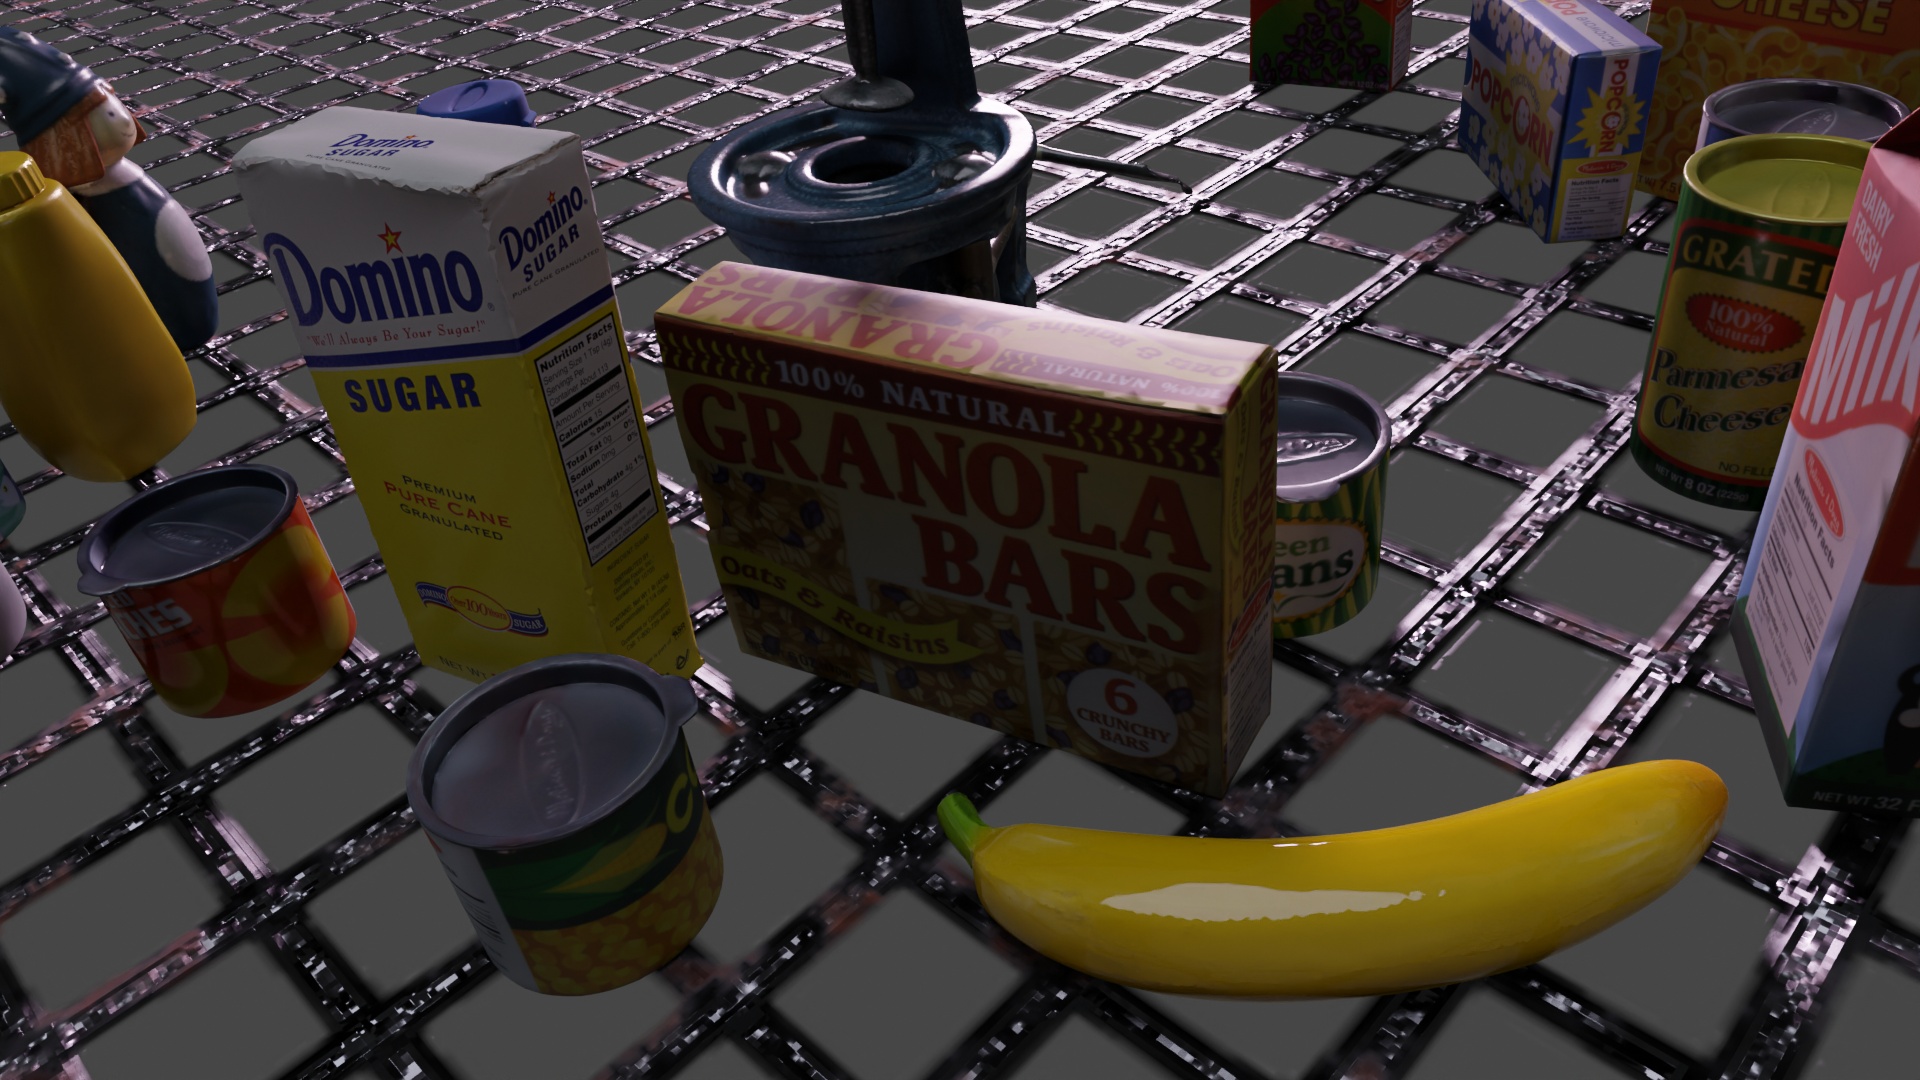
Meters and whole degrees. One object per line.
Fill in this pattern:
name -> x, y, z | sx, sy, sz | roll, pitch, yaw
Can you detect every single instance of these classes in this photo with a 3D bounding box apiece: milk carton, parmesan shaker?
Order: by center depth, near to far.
milk carton -> 0.241, -0.026, 0.316 | 0.072, 0.189, 0.074 | 3, 37, 14
parmesan shaker -> 0.259, -0.067, 0.441 | 0.071, 0.102, 0.072 | -5, 36, 4

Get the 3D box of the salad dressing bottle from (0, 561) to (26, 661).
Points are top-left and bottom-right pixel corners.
salad dressing bottle -> -0.363, -0.018, 0.449 | 0.064, 0.146, 0.044 | 3, 37, 14

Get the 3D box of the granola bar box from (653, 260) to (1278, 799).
granola bar box -> 0.001, -0.005, 0.386 | 0.165, 0.123, 0.039 | 13, 41, 26

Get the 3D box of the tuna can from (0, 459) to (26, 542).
tuna can -> -0.410, -0.013, 0.549 | 0.071, 0.032, 0.071 | -5, 36, 4

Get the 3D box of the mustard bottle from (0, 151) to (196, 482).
mustard bottle -> -0.365, -0.101, 0.552 | 0.049, 0.159, 0.066 | 4, 38, 16

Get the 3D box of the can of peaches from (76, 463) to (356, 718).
can of peaches -> -0.243, 0.018, 0.455 | 0.071, 0.057, 0.071 | -5, 36, 4

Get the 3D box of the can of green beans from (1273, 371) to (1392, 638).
can of green beans -> 0.098, -0.011, 0.433 | 0.071, 0.057, 0.071 | -5, 36, 4

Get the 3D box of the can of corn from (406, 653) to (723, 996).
can of corn -> -0.096, 0.071, 0.356 | 0.071, 0.058, 0.071 | -5, 36, 4

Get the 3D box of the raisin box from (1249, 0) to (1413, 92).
raisin box -> 0.207, -0.318, 0.773 | 0.086, 0.122, 0.040 | 17, 43, 30

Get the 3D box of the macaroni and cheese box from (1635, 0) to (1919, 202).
macaroni and cheese box -> 0.350, -0.213, 0.570 | 0.040, 0.165, 0.124 | -29, 41, -26

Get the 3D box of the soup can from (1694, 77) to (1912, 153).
soup can -> 0.310, -0.121, 0.521 | 0.071, 0.083, 0.072 | -5, 36, 4

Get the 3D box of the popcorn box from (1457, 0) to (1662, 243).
popcorn box -> 0.269, -0.201, 0.636 | 0.038, 0.084, 0.127 | -6, 36, 2

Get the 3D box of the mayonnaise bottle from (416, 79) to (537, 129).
mayonnaise bottle -> -0.158, -0.091, 0.511 | 0.041, 0.147, 0.065 | -5, 36, 4
